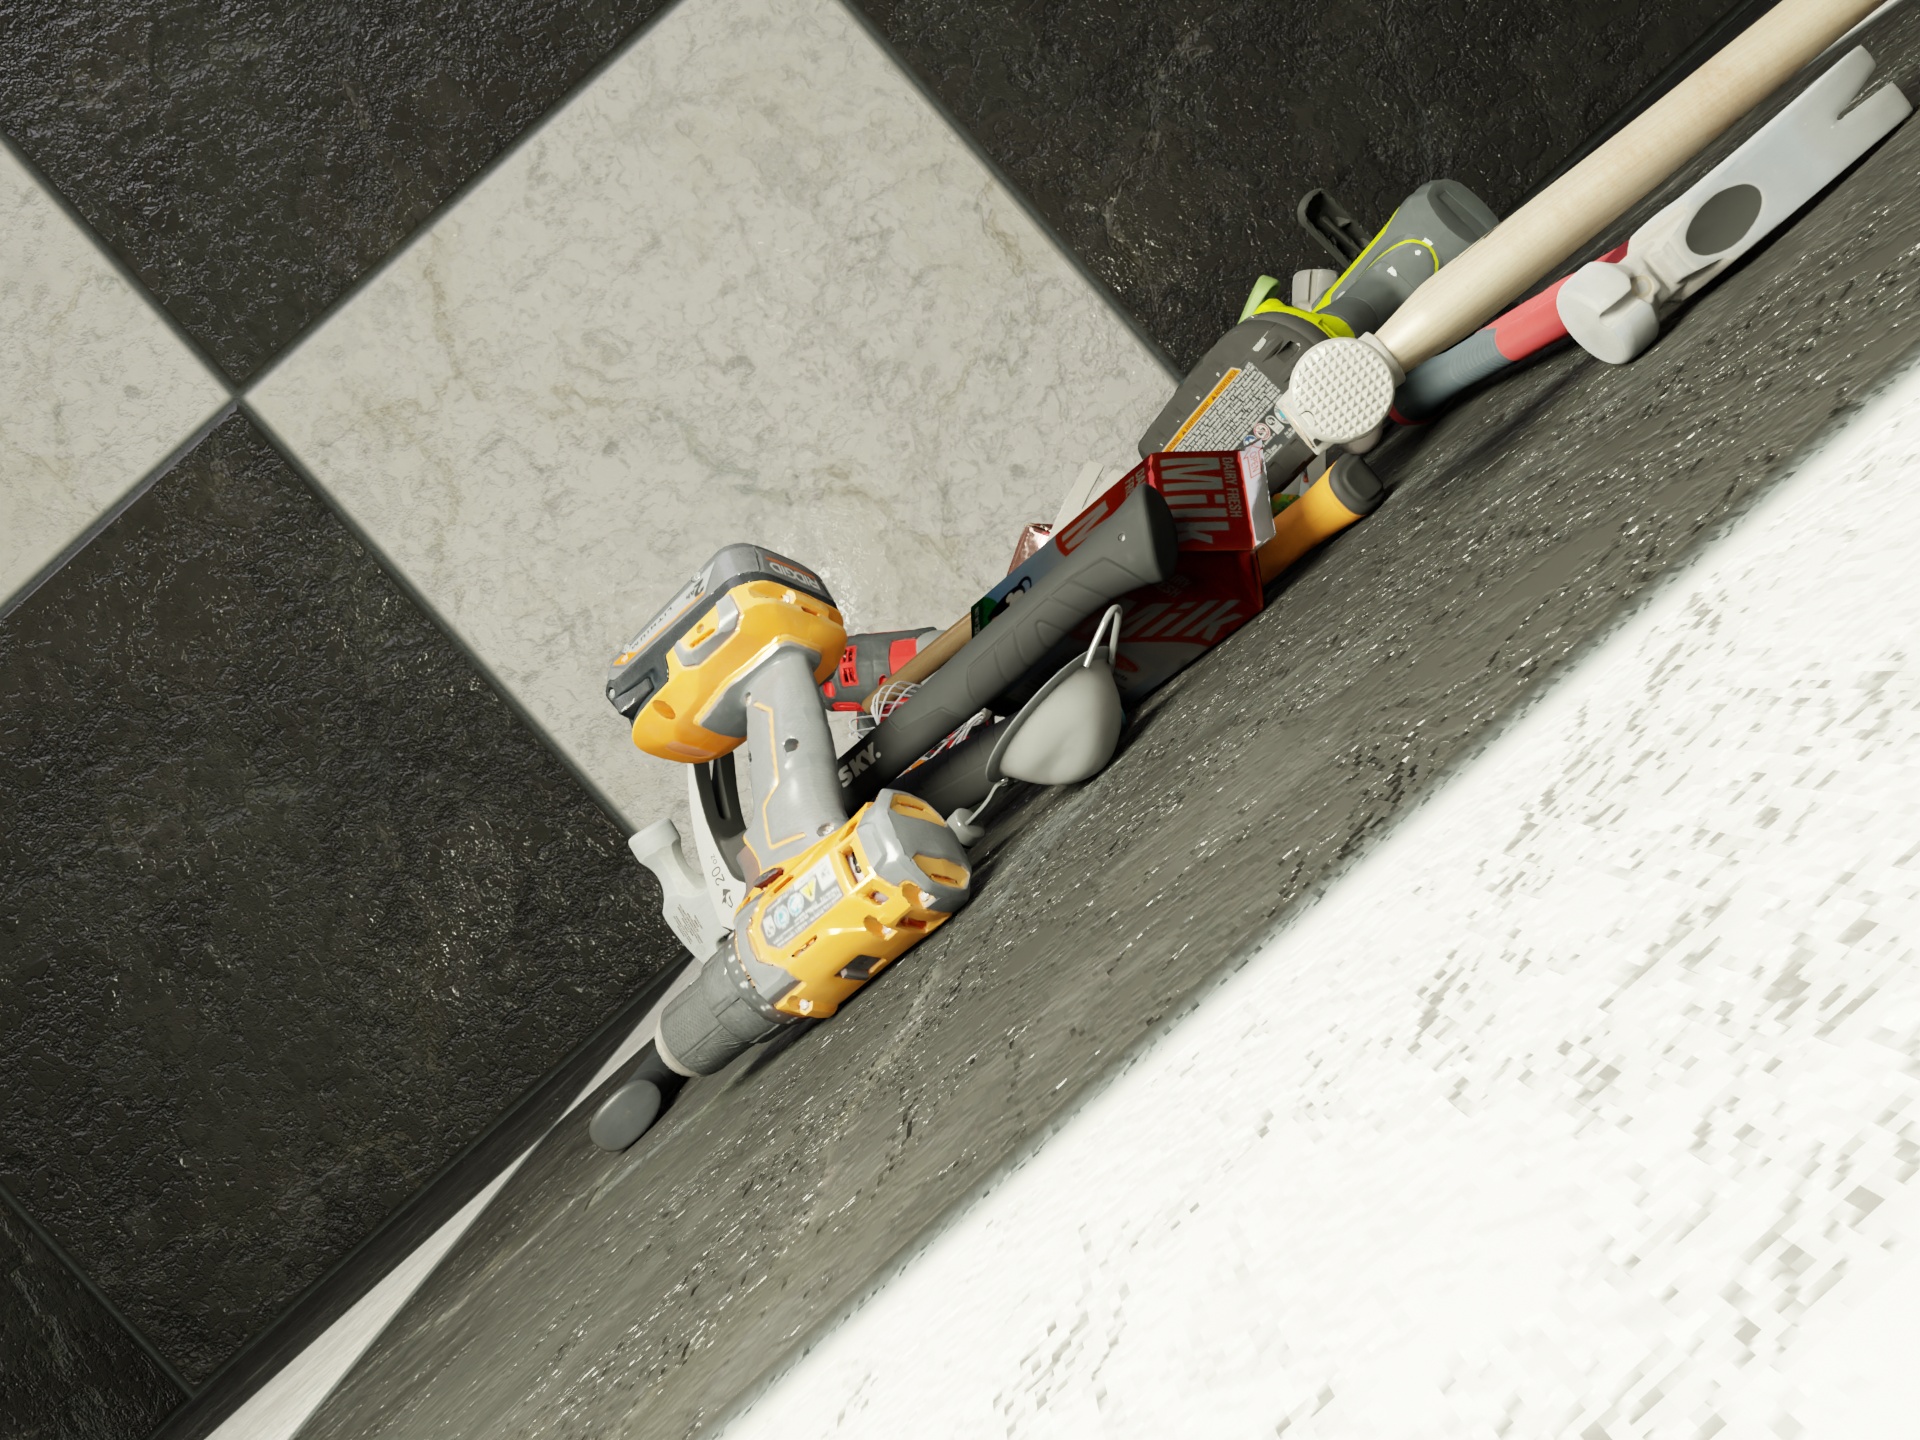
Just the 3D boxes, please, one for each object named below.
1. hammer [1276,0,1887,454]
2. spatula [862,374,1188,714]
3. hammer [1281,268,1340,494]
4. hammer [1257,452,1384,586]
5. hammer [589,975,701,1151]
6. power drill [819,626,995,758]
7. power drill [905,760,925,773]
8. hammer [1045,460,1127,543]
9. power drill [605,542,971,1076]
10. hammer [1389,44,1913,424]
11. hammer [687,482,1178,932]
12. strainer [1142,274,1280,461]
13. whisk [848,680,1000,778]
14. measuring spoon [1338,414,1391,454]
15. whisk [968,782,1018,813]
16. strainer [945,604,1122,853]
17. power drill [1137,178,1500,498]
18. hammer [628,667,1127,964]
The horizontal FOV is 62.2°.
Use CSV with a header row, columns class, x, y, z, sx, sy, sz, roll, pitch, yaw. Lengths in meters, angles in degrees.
class,x,y,z,sx,sy,sz,roll,pitch,yaw
hammer,0.294,-0.244,0.608,0.410,0.038,0.146,-38,1,13
spatula,0.047,-0.103,1.013,0.317,0.044,0.082,-37,-10,24
hammer,0.290,-0.247,1.227,0.037,0.149,0.359,4,8,19
hammer,0.124,-0.058,0.932,0.127,0.034,0.337,-42,2,-35
hammer,-0.180,0.206,1.122,0.149,0.036,0.409,-43,2,11
power drill,-0.030,-0.022,1.283,0.143,0.079,0.219,-5,-13,4
power drill,-0.064,0.073,1.150,0.164,0.084,0.226,-39,6,8
hammer,0.139,-0.156,1.170,0.331,0.031,0.130,-40,-32,-51
power drill,-0.105,0.048,0.789,0.185,0.226,0.084,-42,-36,23
hammer,0.289,-0.201,0.767,0.143,0.038,0.386,-41,2,2
hammer,-0.020,-0.005,0.822,0.334,0.146,0.035,-41,-27,26
strainer,0.183,-0.180,1.102,0.256,0.069,0.151,-66,-19,5
whisk,-0.002,-0.002,1.086,0.070,0.070,0.284,-41,-7,20
measuring spoon,0.300,-0.208,1.136,0.034,0.018,0.124,-43,-6,32
whisk,-0.005,0.049,0.952,0.246,0.059,0.058,-36,5,16
strainer,0.009,0.049,0.784,0.258,0.050,0.087,-47,-18,27
power drill,0.203,-0.203,0.932,0.228,0.080,0.190,-42,-4,-39
hammer,-0.049,0.057,0.895,0.331,0.128,0.033,-30,0,32
